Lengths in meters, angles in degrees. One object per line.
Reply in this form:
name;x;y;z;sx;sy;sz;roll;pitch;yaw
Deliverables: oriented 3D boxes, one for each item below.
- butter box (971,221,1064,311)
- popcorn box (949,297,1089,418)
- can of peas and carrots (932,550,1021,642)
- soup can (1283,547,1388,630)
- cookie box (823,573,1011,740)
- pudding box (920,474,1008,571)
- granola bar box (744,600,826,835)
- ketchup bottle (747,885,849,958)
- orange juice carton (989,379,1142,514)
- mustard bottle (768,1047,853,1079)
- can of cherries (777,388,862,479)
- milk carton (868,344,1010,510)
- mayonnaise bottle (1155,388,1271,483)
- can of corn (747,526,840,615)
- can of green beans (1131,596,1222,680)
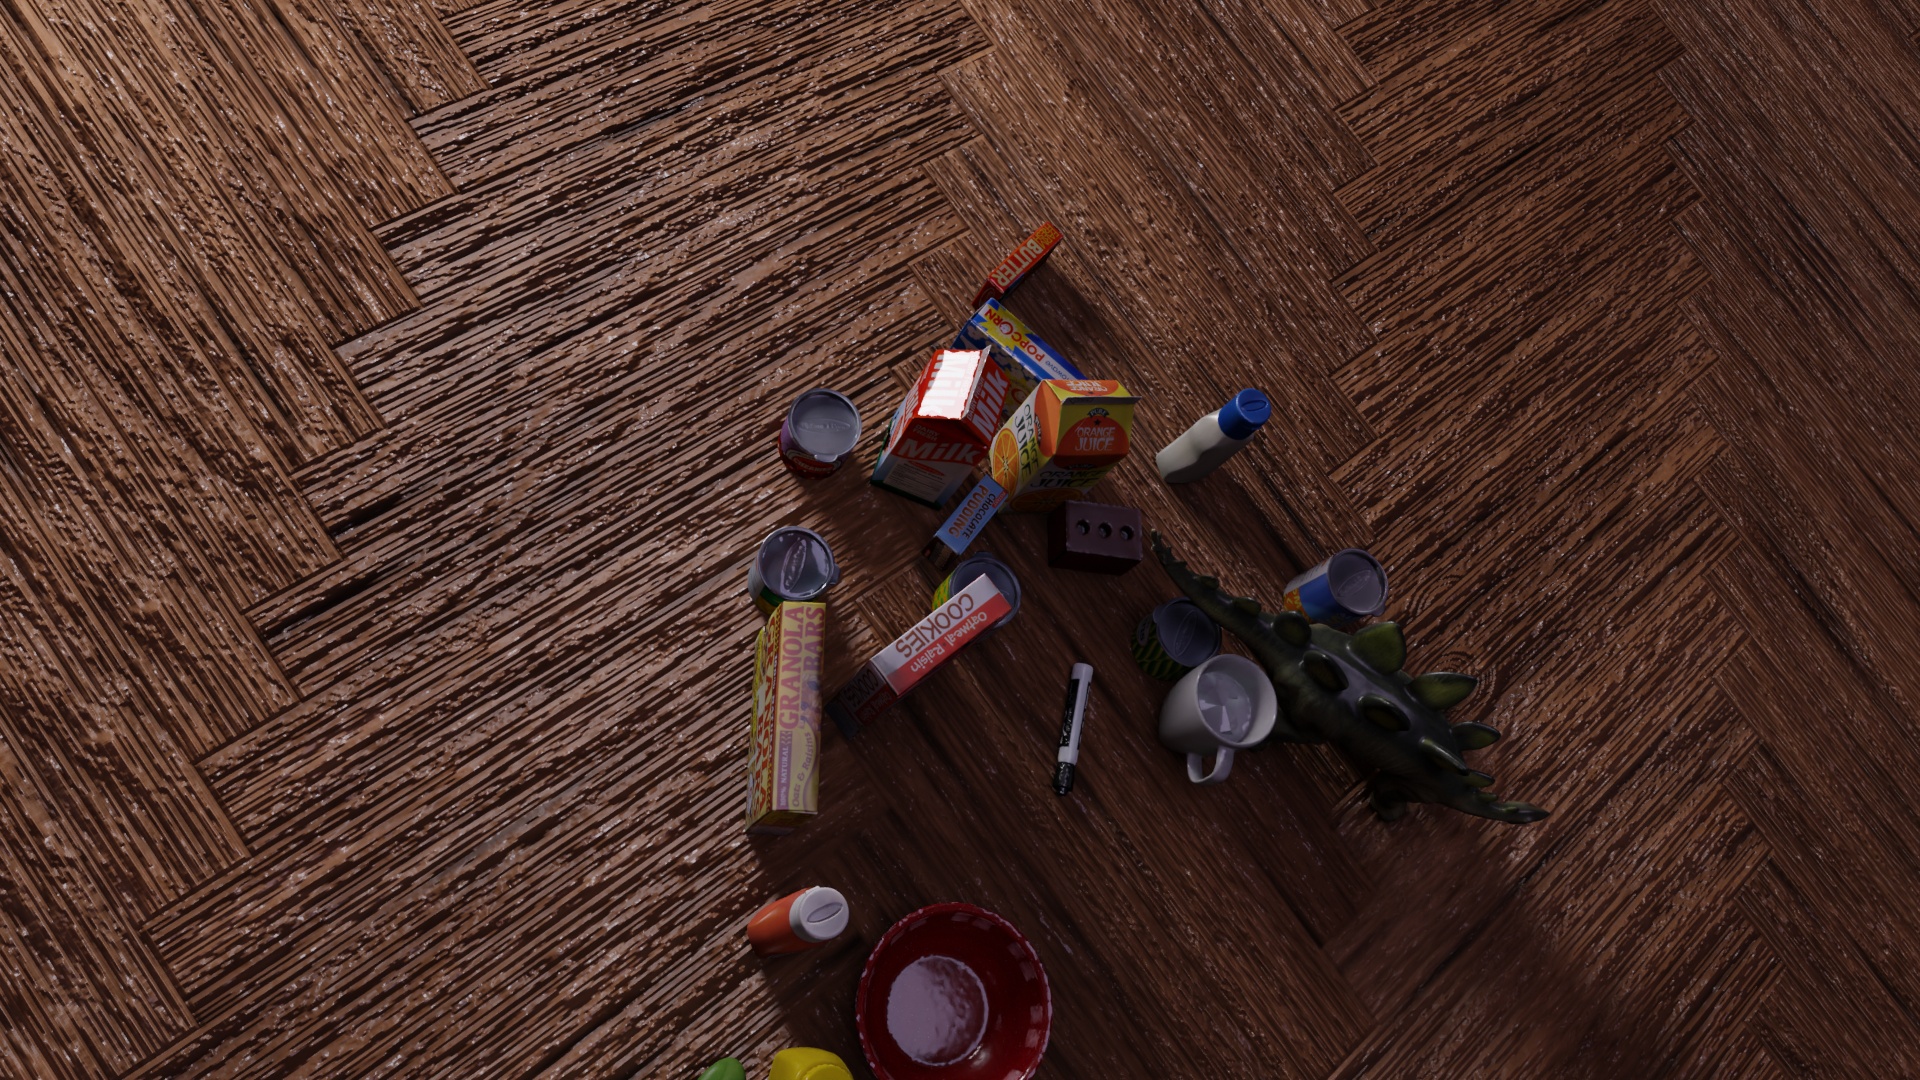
butter box;0.056;-0.268;1.371;0.024;0.053;0.104;43;63;0
popcorn box;0.053;-0.159;1.312;0.127;0.085;0.038;40;64;-1
can of peas and carrots;0.013;0.051;1.235;0.071;0.058;0.071;6;69;-17
soup can;0.362;0.054;1.338;0.071;0.083;0.071;6;69;-17
cookie box;-0.037;0.099;1.140;0.123;0.166;0.040;-37;86;-26
pudding box;0.005;-0.016;1.262;0.030;0.049;0.084;40;63;-1
granola bar box;-0.141;0.144;1.111;0.039;0.123;0.166;6;69;-16
ketchup bottle;-0.119;0.288;1.052;0.065;0.148;0.043;-19;78;-24
orange juice carton;0.092;-0.089;1.239;0.072;0.192;0.073;-1;71;-19
mustard bottle;-0.106;0.402;1.007;0.049;0.159;0.065;8;69;-16
can of cherries;-0.127;-0.092;1.241;0.071;0.058;0.072;6;69;-17
milk carton;-0.014;-0.100;1.209;0.073;0.189;0.072;22;66;-10
mayonnaise bottle;0.243;-0.098;1.319;0.065;0.147;0.041;-12;75;-22
can of corn;-0.144;0.029;1.190;0.071;0.058;0.071;6;69;-17
can of green beans;0.199;0.091;1.284;0.071;0.057;0.071;6;69;-17
